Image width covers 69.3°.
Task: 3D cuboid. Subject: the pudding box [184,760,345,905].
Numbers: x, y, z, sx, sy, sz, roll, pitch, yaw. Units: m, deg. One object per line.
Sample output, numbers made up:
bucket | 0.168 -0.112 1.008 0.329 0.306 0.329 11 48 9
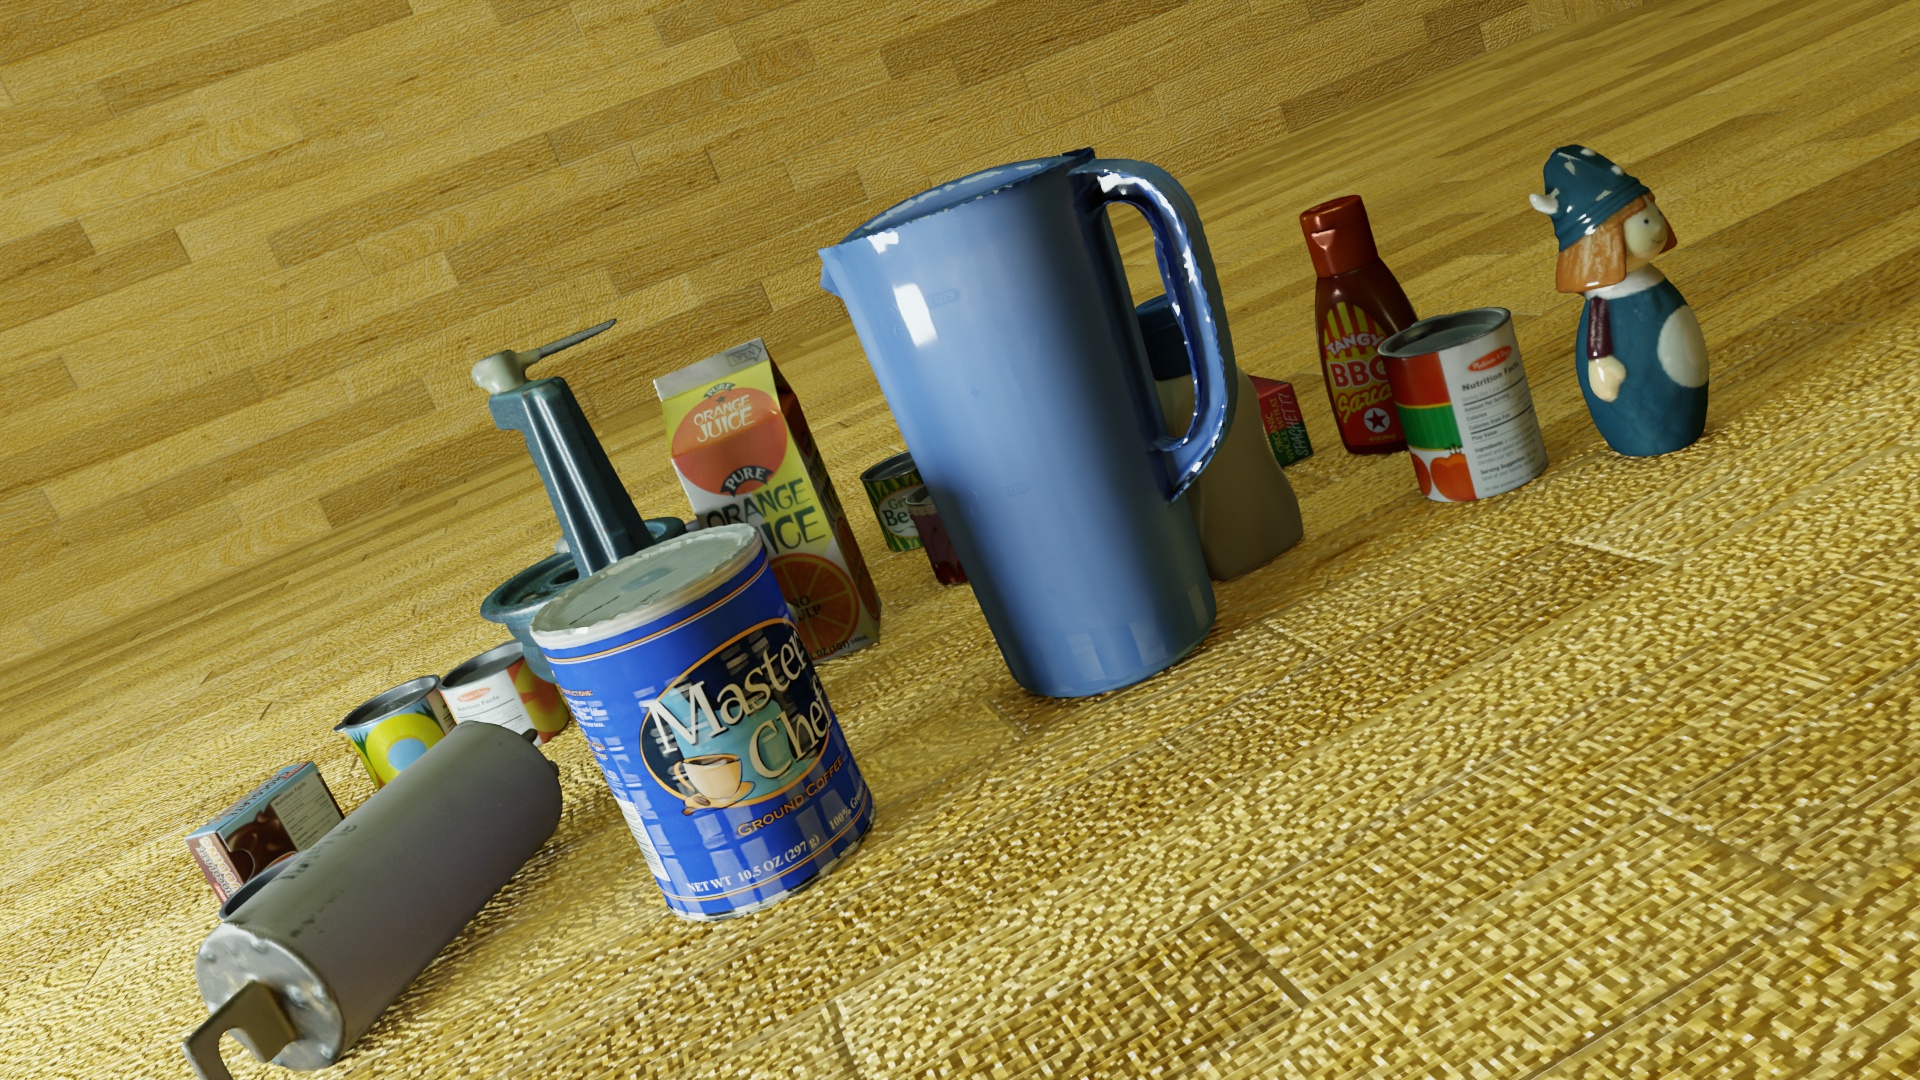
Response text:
pudding box | -0.418 0.176 0.840 0.030 0.049 0.084 -15 17 22

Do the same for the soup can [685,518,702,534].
soup can | -0.157 0.027 0.933 0.071 0.083 0.071 -20 16 6

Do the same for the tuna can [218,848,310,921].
tuna can | -0.348 0.191 0.733 0.071 0.032 0.071 -20 16 6

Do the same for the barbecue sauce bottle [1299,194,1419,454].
barbecue sauce bottle | 0.237 -0.126 0.813 0.065 0.148 0.044 -7 21 43

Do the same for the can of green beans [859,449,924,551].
can of green beans | -0.032 -0.032 1.014 0.071 0.057 0.071 -20 16 6

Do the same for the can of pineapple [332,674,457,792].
can of pineapple | -0.360 0.129 0.904 0.071 0.057 0.071 -20 16 6

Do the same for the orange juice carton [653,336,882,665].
orange juice carton | -0.115 -0.021 0.839 0.072 0.192 0.073 -20 15 4

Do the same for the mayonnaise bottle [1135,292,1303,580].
mayonnaise bottle | 0.130 -0.057 0.724 0.065 0.147 0.041 -26 16 -17

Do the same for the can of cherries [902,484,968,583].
can of cherries | 0.003 -0.011 0.901 0.071 0.058 0.072 -20 16 6

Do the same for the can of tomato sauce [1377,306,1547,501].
can of tomato sauce | 0.261 -0.071 0.722 0.071 0.083 0.071 -20 16 6

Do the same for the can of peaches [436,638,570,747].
can of peaches | -0.295 0.104 0.905 0.071 0.058 0.071 -20 16 6

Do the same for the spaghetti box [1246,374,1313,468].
spaghetti box | 0.172 -0.095 0.973 0.029 0.050 0.250 -24 16 -8
